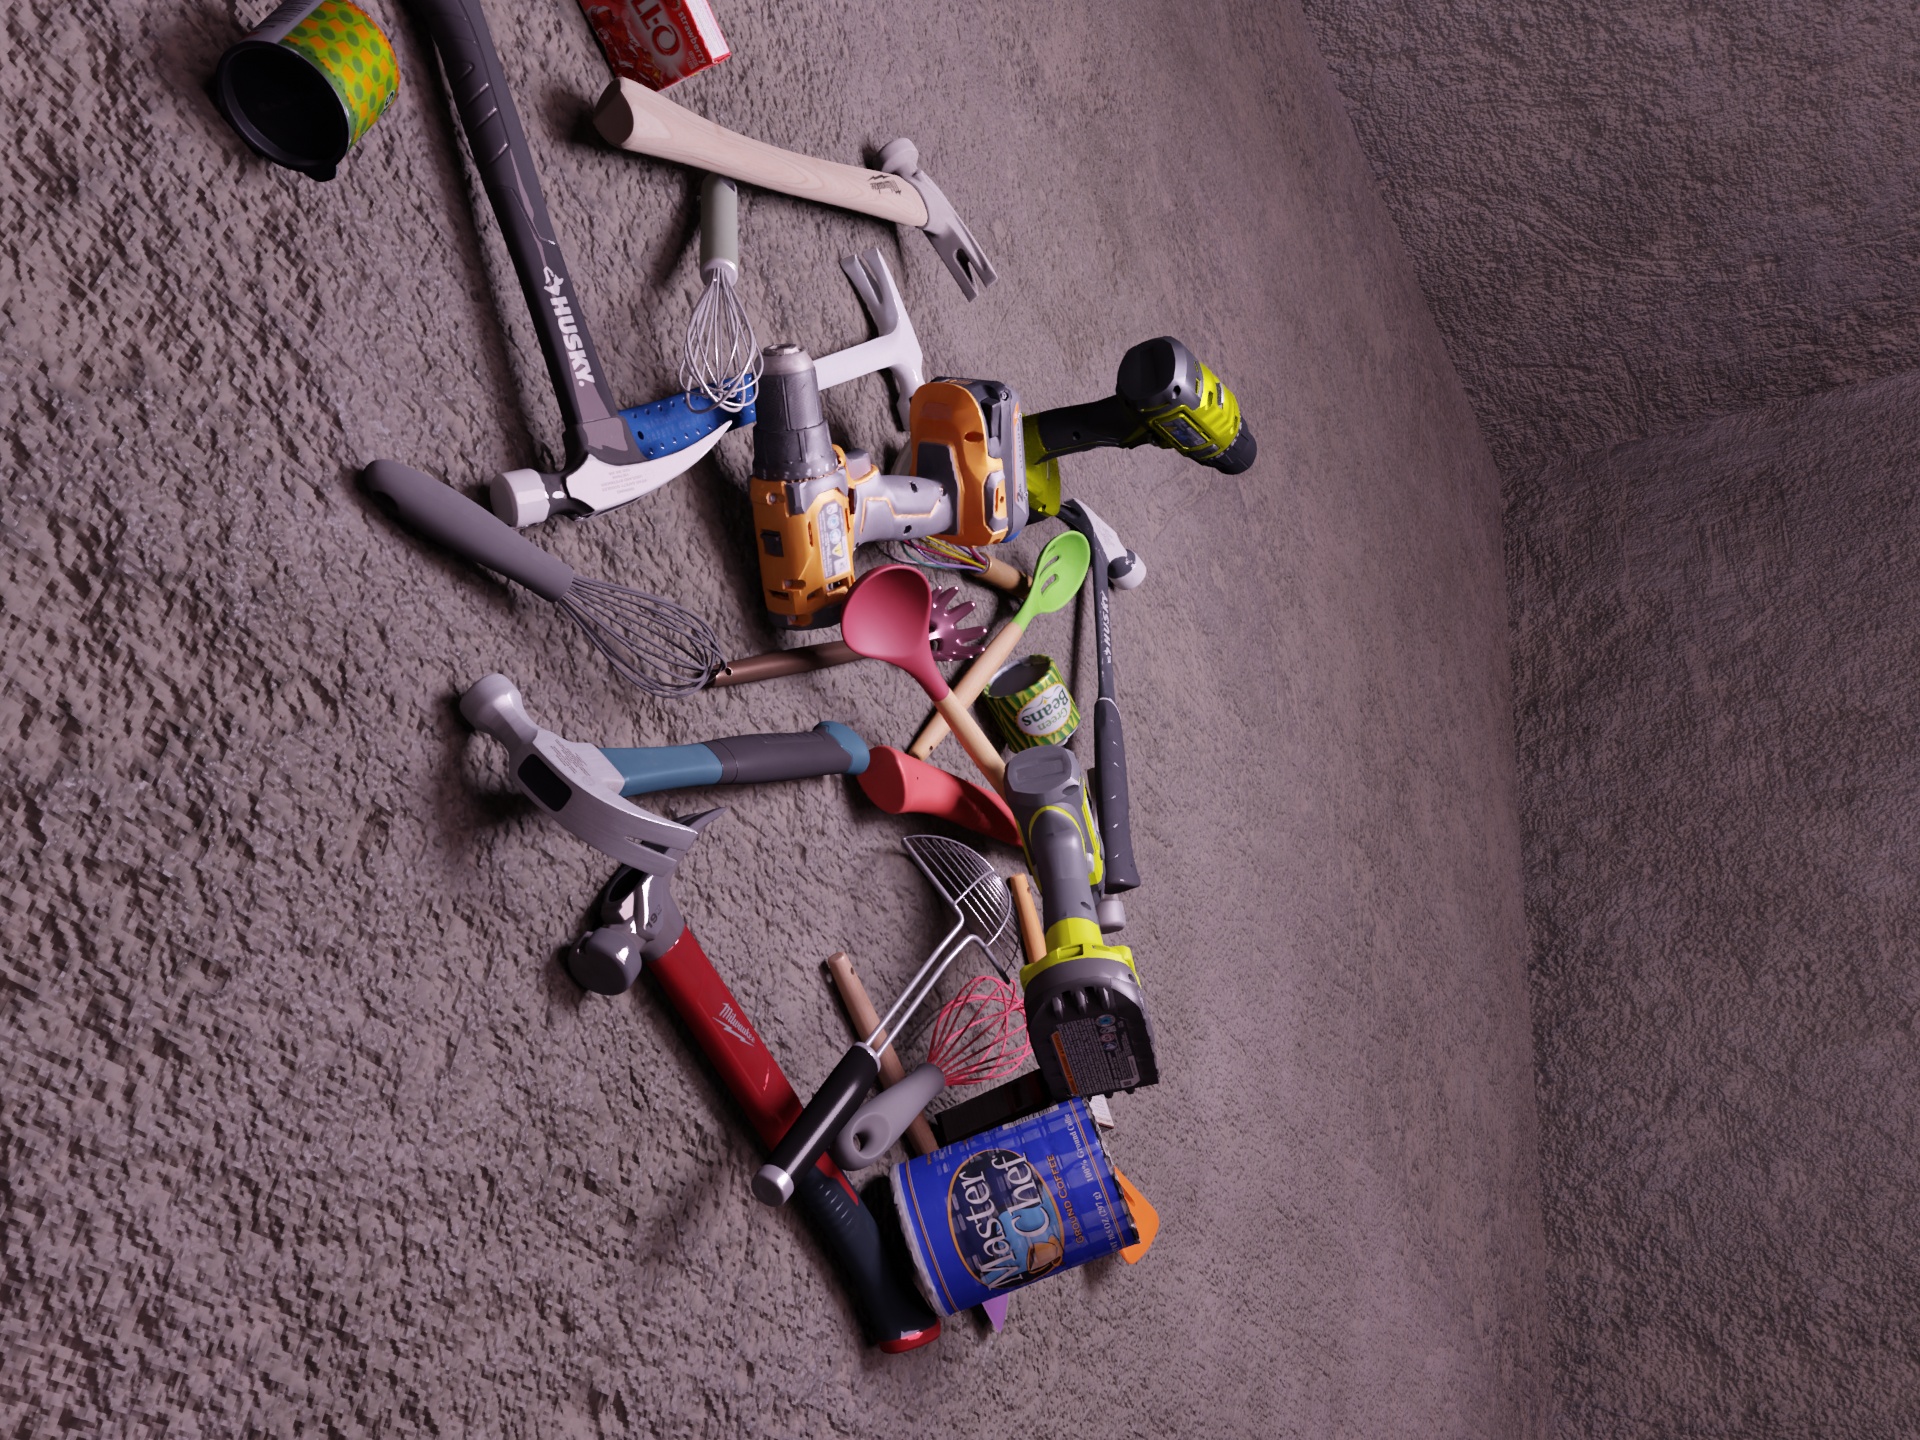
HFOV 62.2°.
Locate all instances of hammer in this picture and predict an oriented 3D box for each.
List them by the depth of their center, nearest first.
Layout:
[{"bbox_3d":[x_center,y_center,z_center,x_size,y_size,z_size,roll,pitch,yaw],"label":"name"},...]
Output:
[{"bbox_3d":[-0.240,-0.280,0.898,0.146,0.035,0.335,-20,93,-36],"label":"hammer"},{"bbox_3d":[-0.146,0.024,0.948,0.128,0.033,0.331,46,18,16],"label":"hammer"},{"bbox_3d":[-0.102,0.238,0.978,0.386,0.038,0.143,63,31,-24],"label":"hammer"},{"bbox_3d":[-0.128,-0.237,1.109,0.405,0.035,0.144,-40,115,-57],"label":"hammer"},{"bbox_3d":[-0.108,-0.384,1.143,0.146,0.038,0.410,58,28,9],"label":"hammer"},{"bbox_3d":[0.033,0.069,1.255,0.358,0.037,0.149,27,48,-54],"label":"hammer"},{"bbox_3d":[0.130,-0.026,1.431,0.149,0.036,0.409,42,38,-43],"label":"hammer"}]

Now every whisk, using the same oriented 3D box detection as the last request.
[{"bbox_3d":[-0.222,-0.076,0.870,0.238,0.055,0.055,34,51,-41],"label":"whisk"},{"bbox_3d":[-0.156,-0.282,1.026,0.057,0.059,0.247,35,34,-38],"label":"whisk"},{"bbox_3d":[-0.012,0.236,1.078,0.296,0.073,0.073,-21,98,-65],"label":"whisk"},{"bbox_3d":[0.004,-0.135,1.298,0.244,0.047,0.051,16,78,-62],"label":"whisk"}]

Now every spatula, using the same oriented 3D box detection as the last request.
[{"bbox_3d":[-0.025,0.293,1.109,0.060,0.018,0.315,-68,138,-63],"label":"spatula"},{"bbox_3d":[0.095,0.280,1.300,0.081,0.041,0.322,-21,97,-63],"label":"spatula"}]

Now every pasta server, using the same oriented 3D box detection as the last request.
[{"bbox_3d":[-0.076,-0.052,1.129,0.316,0.040,0.060,-16,82,-59],"label":"pasta server"}]

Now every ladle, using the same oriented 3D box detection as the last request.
[{"bbox_3d":[-0.002,-0.004,1.136,0.031,0.069,0.315,49,-5,47],"label":"ladle"}]

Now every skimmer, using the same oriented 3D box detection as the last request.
[{"bbox_3d":[-0.053,0.191,1.027,0.127,0.090,0.363,54,35,-8],"label":"skimmer"}]

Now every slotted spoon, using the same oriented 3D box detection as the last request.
[{"bbox_3d":[0.033,-0.062,1.303,0.314,0.031,0.070,-53,144,-44],"label":"slotted spoon"}]

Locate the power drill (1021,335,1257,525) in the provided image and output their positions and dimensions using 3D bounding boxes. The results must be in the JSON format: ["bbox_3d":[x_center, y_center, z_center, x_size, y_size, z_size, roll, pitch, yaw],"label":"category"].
[{"bbox_3d":[0.127,-0.237,1.353,0.190,0.228,0.080,24,59,-55],"label":"power drill"}]

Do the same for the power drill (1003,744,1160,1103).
[{"bbox_3d":[0.083,0.151,1.136,0.223,0.080,0.171,-96,171,-46],"label":"power drill"}]

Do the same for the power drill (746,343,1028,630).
[{"bbox_3d":[-0.055,-0.180,1.096,0.226,0.084,0.185,-28,122,-42],"label":"power drill"}]
